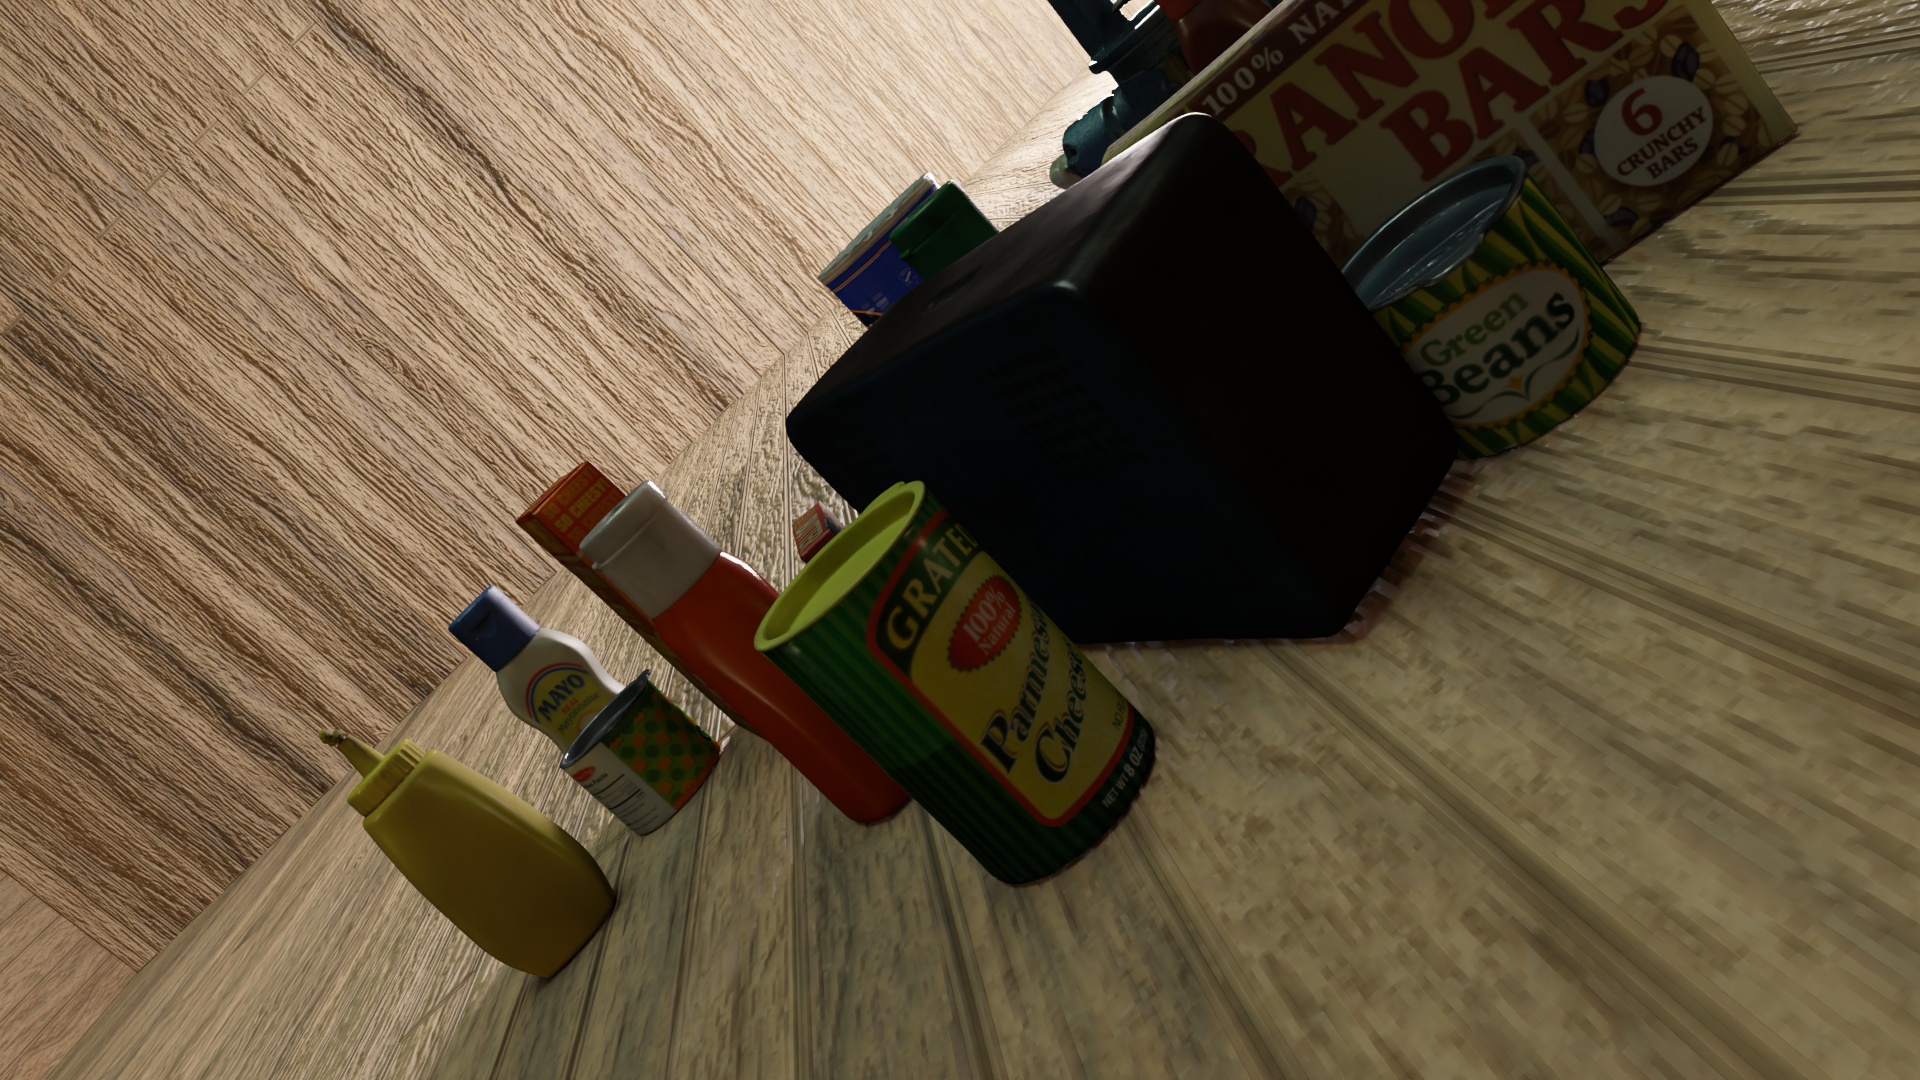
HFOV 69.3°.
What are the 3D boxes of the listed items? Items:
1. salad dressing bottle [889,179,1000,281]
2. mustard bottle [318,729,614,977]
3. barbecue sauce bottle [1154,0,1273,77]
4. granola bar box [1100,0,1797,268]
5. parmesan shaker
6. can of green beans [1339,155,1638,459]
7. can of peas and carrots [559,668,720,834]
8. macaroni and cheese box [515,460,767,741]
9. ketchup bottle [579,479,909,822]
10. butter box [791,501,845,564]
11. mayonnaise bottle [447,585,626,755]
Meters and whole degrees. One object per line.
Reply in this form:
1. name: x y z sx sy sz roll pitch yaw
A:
1. salad dressing bottle: 0.033 -0.084 0.581 0.044 0.147 0.064 -48 14 -14
2. mustard bottle: -0.243 0.141 0.671 0.065 0.160 0.049 -47 14 -13
3. barbecue sauce bottle: 0.158 -0.277 0.786 0.064 0.148 0.044 -31 19 43
4. granola bar box: 0.146 -0.126 0.439 0.165 0.124 0.039 -37 16 27
5. parmesan shaker: 0.001 0.040 0.406 0.071 0.103 0.071 -41 14 13
6. can of green beans: 0.147 -0.065 0.397 0.071 0.057 0.071 -41 14 13
7. can of peas and carrots: -0.173 0.116 0.759 0.071 0.058 0.071 -41 14 13
8. macaroni and cheese box: -0.148 0.032 0.710 0.040 0.166 0.123 -48 14 -15
9. ketchup bottle: -0.076 0.042 0.520 0.043 0.148 0.064 -48 14 -14
10. butter box: -0.067 0.010 0.780 0.024 0.053 0.103 -44 14 0
11. mayonnaise bottle: -0.232 0.089 0.815 0.065 0.148 0.041 -46 14 -6
